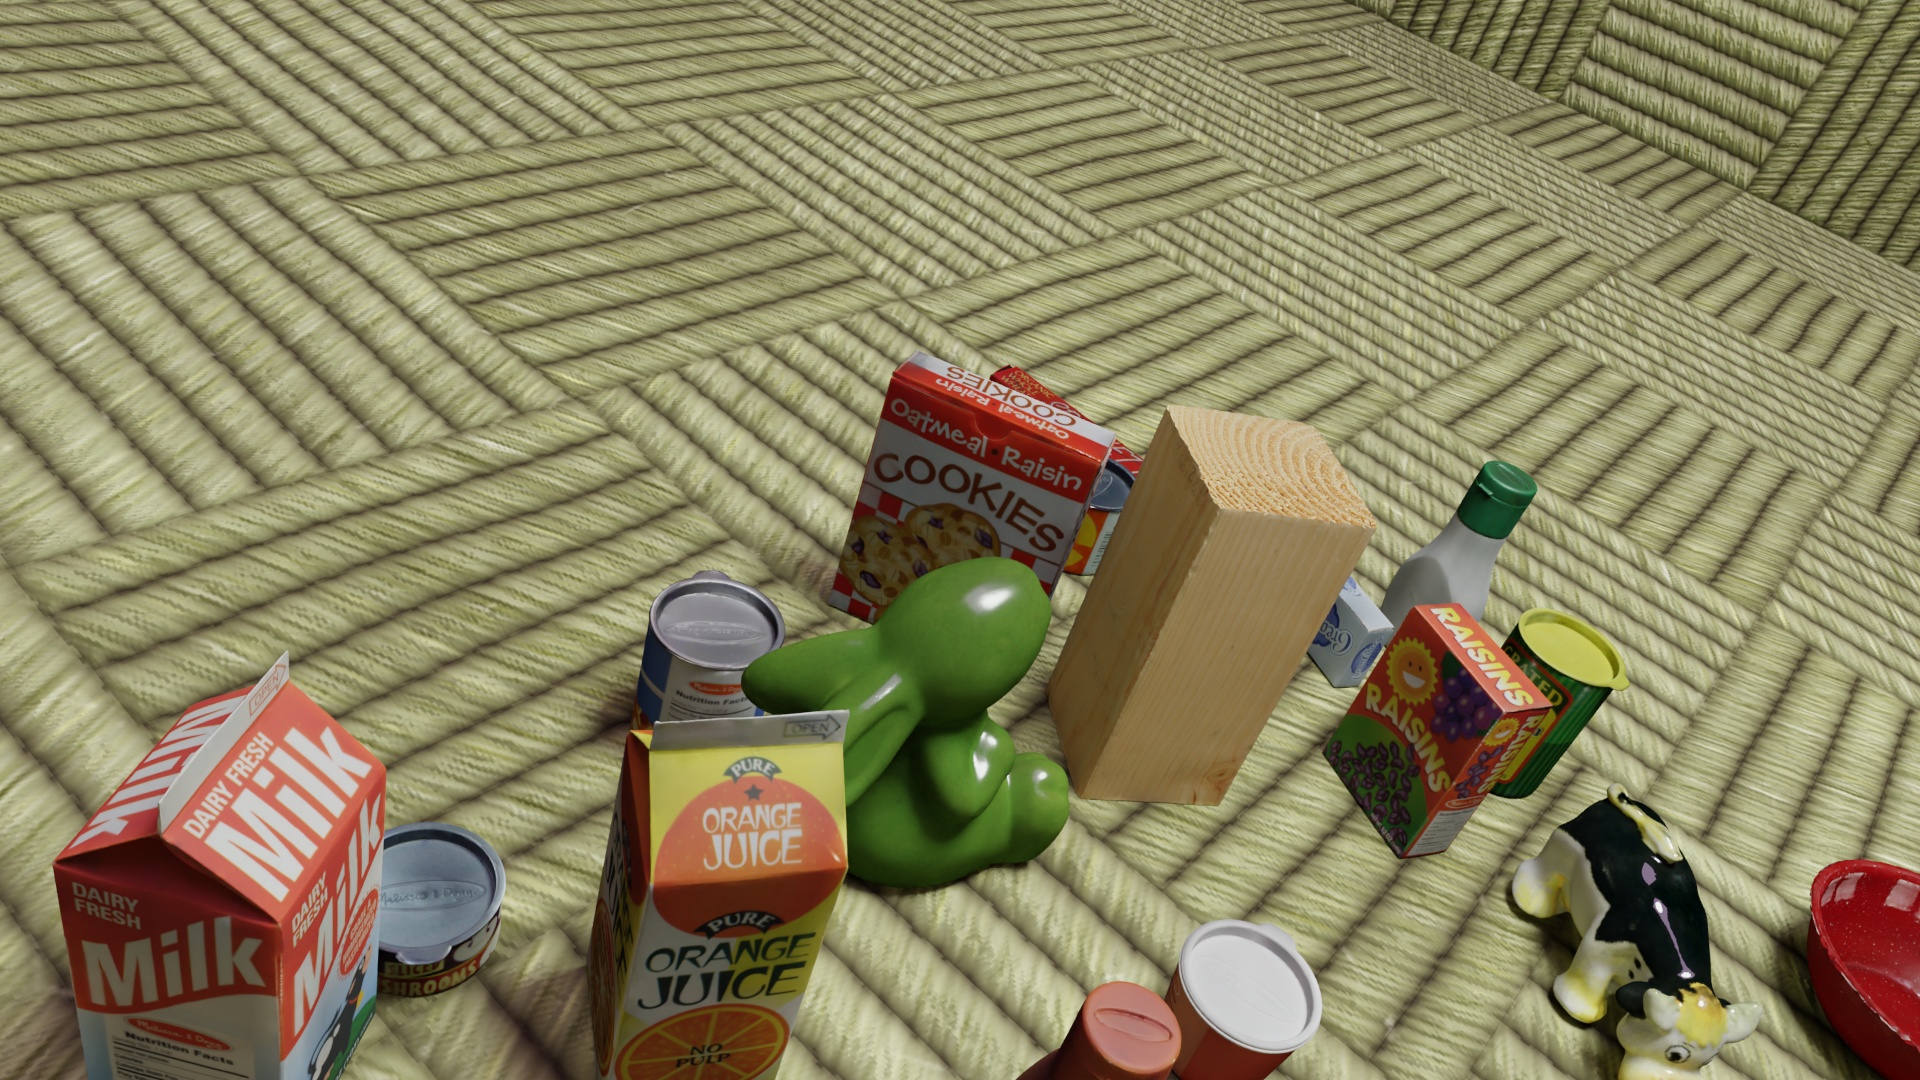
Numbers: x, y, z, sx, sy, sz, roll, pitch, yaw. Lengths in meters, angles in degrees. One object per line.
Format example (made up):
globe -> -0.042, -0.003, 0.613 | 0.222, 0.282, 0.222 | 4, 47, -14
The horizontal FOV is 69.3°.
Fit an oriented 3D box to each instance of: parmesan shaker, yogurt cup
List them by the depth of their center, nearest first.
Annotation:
yogurt cup -> 0.125, 0.219, 0.642 | 0.072, 0.053, 0.073 | 12, 36, -9
parmesan shaker -> 0.352, 0.103, 0.854 | 0.071, 0.102, 0.072 | 12, 36, -9

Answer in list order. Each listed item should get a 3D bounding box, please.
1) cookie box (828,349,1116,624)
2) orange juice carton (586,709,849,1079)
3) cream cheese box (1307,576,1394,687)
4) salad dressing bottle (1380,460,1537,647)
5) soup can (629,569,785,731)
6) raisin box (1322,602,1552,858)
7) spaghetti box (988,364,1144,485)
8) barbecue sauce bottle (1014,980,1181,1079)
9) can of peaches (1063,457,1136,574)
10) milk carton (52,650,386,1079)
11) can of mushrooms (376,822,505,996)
cookie box -> 0.003, -0.010, 0.791 | 0.123, 0.166, 0.040 | 23, 36, 6
orange juice carton -> -0.096, 0.134, 0.536 | 0.072, 0.191, 0.073 | 1, 39, -23
cream cheese box -> 0.241, 0.043, 0.925 | 0.024, 0.053, 0.104 | -2, 41, -27
salad dressing bottle -> 0.330, 0.016, 0.921 | 0.044, 0.146, 0.064 | -5, 42, -30
soup can -> -0.129, 0.069, 0.700 | 0.071, 0.083, 0.072 | 12, 36, -9
raisin box -> 0.268, 0.108, 0.792 | 0.040, 0.122, 0.086 | -1, 40, -26
spaghetti box -> 0.108, -0.038, 0.975 | 0.250, 0.049, 0.029 | 40, 40, 26
barbecue sauce bottle -> 0.040, 0.223, 0.518 | 0.065, 0.147, 0.044 | 17, 36, -2
can of peaches -> 0.080, -0.020, 0.932 | 0.071, 0.057, 0.071 | 12, 36, -9
milk carton -> -0.249, 0.128, 0.477 | 0.073, 0.189, 0.073 | 17, 36, -3
can of mushrooms -> -0.227, 0.156, 0.583 | 0.071, 0.033, 0.071 | 12, 36, -9
